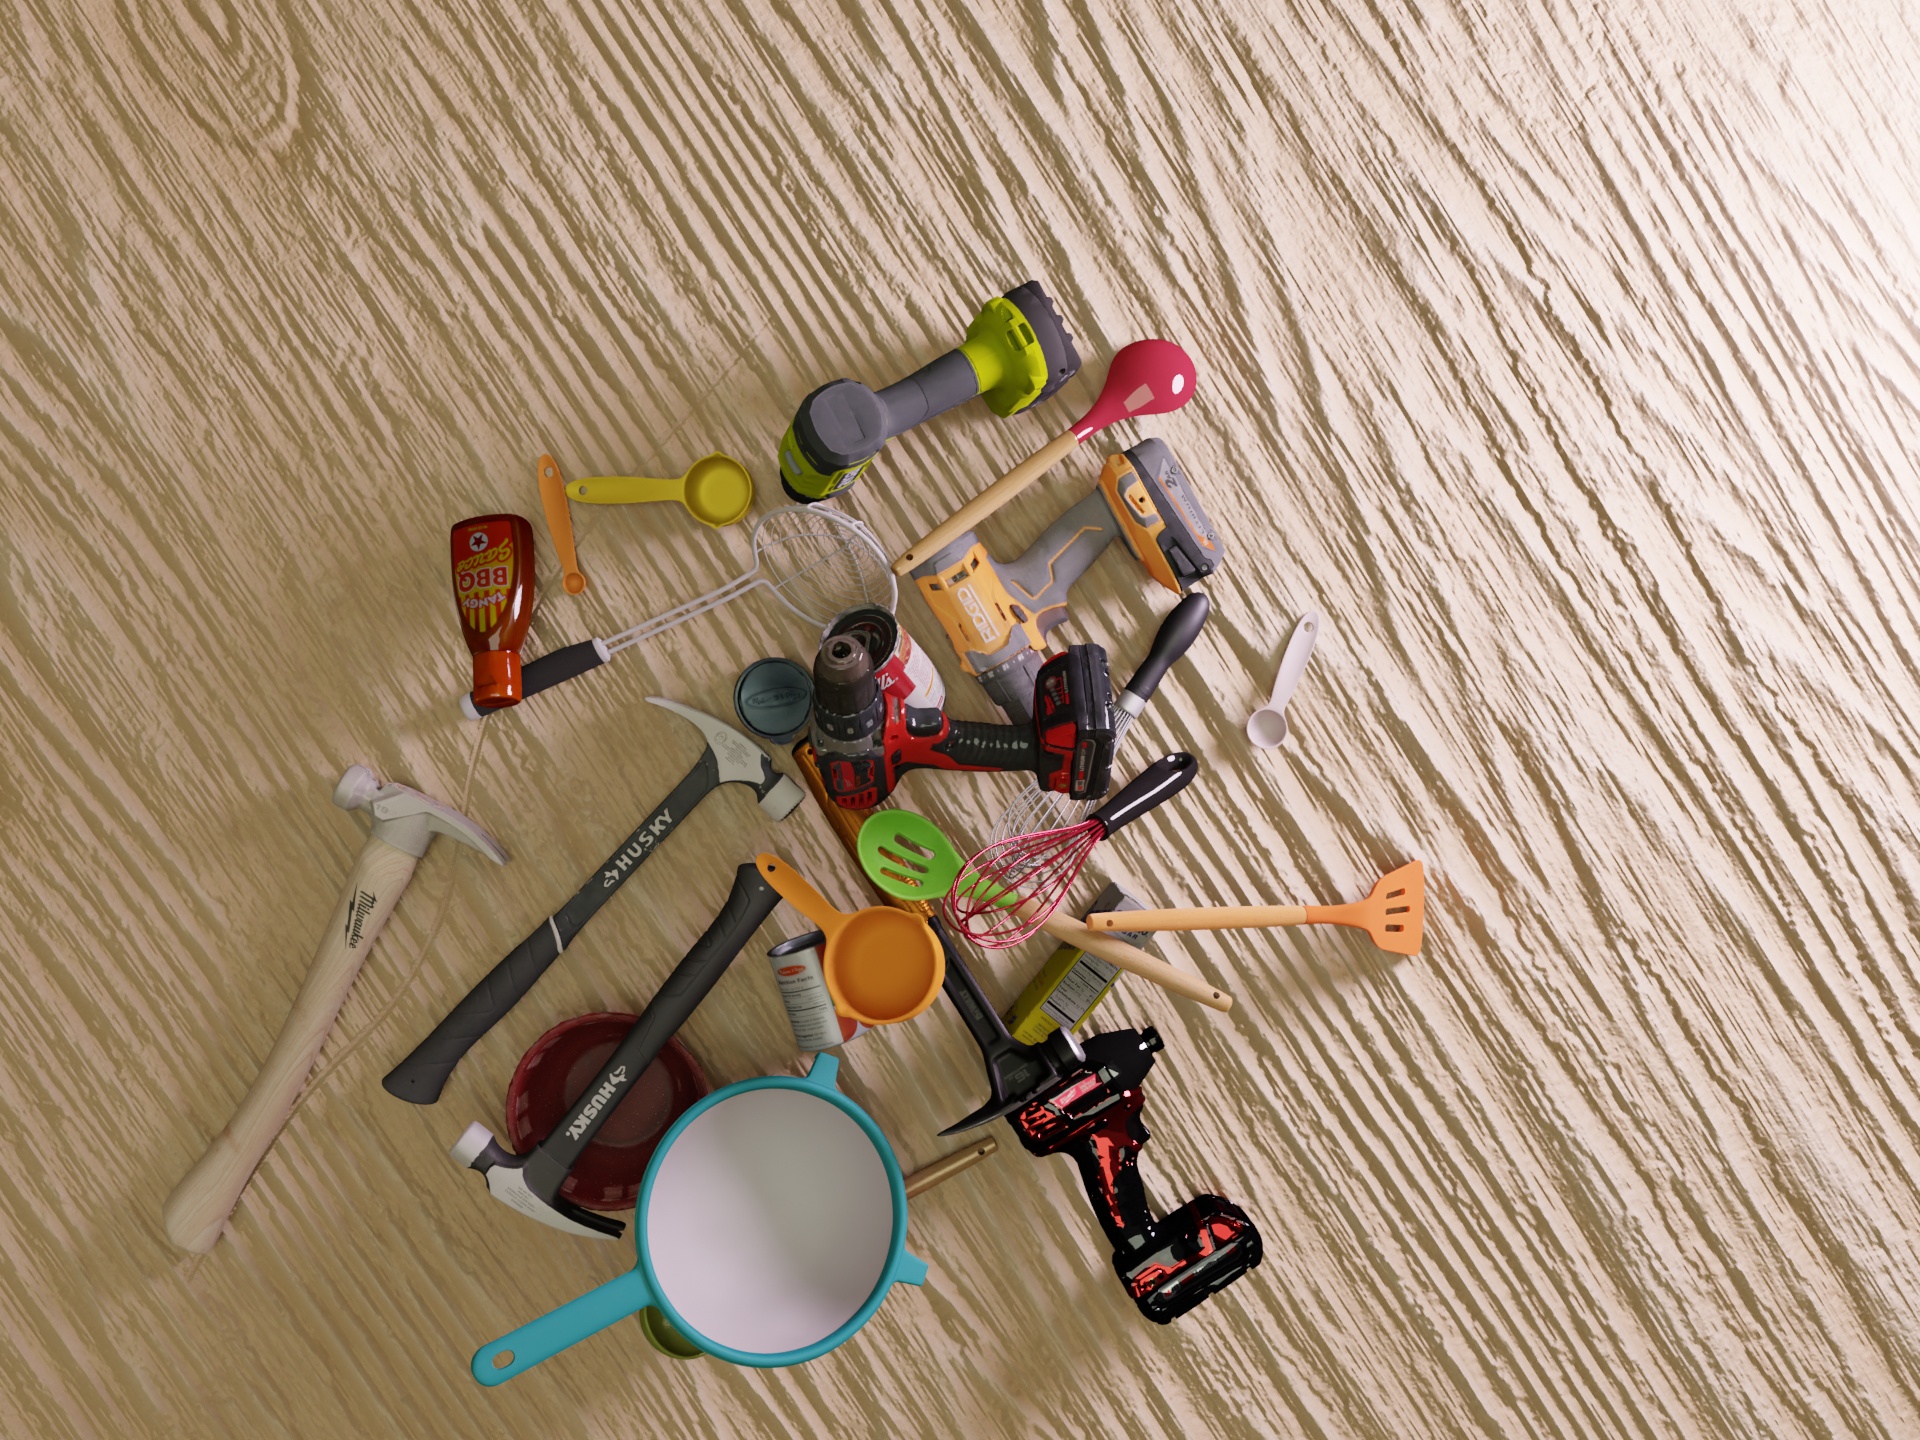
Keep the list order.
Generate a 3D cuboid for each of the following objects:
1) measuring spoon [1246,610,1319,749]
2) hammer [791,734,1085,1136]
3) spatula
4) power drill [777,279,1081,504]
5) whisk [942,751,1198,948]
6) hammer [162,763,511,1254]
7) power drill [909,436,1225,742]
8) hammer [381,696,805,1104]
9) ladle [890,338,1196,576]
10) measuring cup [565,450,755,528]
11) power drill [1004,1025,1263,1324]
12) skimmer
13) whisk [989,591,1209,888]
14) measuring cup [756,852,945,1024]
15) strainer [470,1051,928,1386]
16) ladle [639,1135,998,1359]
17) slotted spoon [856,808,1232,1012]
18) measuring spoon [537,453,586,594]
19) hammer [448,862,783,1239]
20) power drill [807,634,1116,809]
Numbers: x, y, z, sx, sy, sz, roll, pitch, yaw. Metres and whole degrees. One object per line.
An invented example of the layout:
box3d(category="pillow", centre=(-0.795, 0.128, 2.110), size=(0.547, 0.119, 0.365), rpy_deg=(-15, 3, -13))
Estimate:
box3d(category="measuring spoon", centre=(0.270, -0.034, 1.320), size=(0.034, 0.018, 0.124), rpy_deg=(24, 84, -3))
box3d(category="hammer", centre=(-0.044, 0.157, 1.251), size=(0.127, 0.034, 0.337), rpy_deg=(-34, 75, 4))
box3d(category="spatula", centre=(0.245, 0.155, 1.263), size=(0.322, 0.041, 0.081), rpy_deg=(1, 91, -20))
box3d(category="power drill", centre=(-0.037, -0.240, 1.225), size=(0.228, 0.190, 0.080), rpy_deg=(-29, 92, -15))
box3d(category="whisk", centre=(0.094, 0.092, 1.224), size=(0.296, 0.073, 0.073), rpy_deg=(-31, 95, -40))
box3d(category="hammer", centre=(-0.518, 0.248, 1.283), size=(0.146, 0.038, 0.410), rpy_deg=(28, 91, -5))
box3d(category="power drill", centre=(0.097, -0.100, 1.276), size=(0.226, 0.084, 0.185), rpy_deg=(-30, 96, 3))
box3d(category="hammer", centre=(-0.318, 0.155, 1.289), size=(0.149, 0.036, 0.409), rpy_deg=(44, 90, -3))
box3d(category="ladle", centre=(0.068, -0.208, 1.250), size=(0.315, 0.031, 0.069), rpy_deg=(-39, 79, -15))
box3d(category="measuring cup", centre=(-0.241, -0.185, 1.287), size=(0.156, 0.029, 0.062), rpy_deg=(1, 93, 9))
box3d(category="power drill", centre=(0.147, 0.363, 1.301), size=(0.143, 0.078, 0.219), rpy_deg=(-33, 91, -1))
box3d(category="skimmer", centre=(-0.227, -0.066, 1.255), size=(0.363, 0.090, 0.127), rpy_deg=(-24, 127, 1))
box3d(category="whisk", centre=(0.121, 0.014, 1.295), size=(0.070, 0.070, 0.284), rpy_deg=(35, 86, -4))
box3d(category="measuring cup", centre=(-0.086, 0.161, 1.216), size=(0.174, 0.052, 0.095), rpy_deg=(39, 89, 17))
box3d(category="strainer", centre=(-0.208, 0.408, 1.210), size=(0.340, 0.095, 0.211), rpy_deg=(-22, 83, -25))
box3d(category="ladle", centre=(-0.113, 0.422, 1.300), size=(0.320, 0.062, 0.078), rpy_deg=(-27, 87, -4))
box3d(category="slotted spoon", centre=(0.064, 0.154, 1.221), size=(0.314, 0.031, 0.070), rpy_deg=(25, 61, 1))
box3d(category="measuring spoon", centre=(-0.323, -0.158, 1.288), size=(0.021, 0.011, 0.117), rpy_deg=(-13, 90, 10))
box3d(category="hammer", centre=(-0.238, 0.249, 1.240), size=(0.146, 0.035, 0.335), rpy_deg=(38, 89, -3))
box3d(category="power drill", centre=(-0.002, -0.004, 1.182), size=(0.226, 0.187, 0.080), rpy_deg=(-3, 58, -1))
